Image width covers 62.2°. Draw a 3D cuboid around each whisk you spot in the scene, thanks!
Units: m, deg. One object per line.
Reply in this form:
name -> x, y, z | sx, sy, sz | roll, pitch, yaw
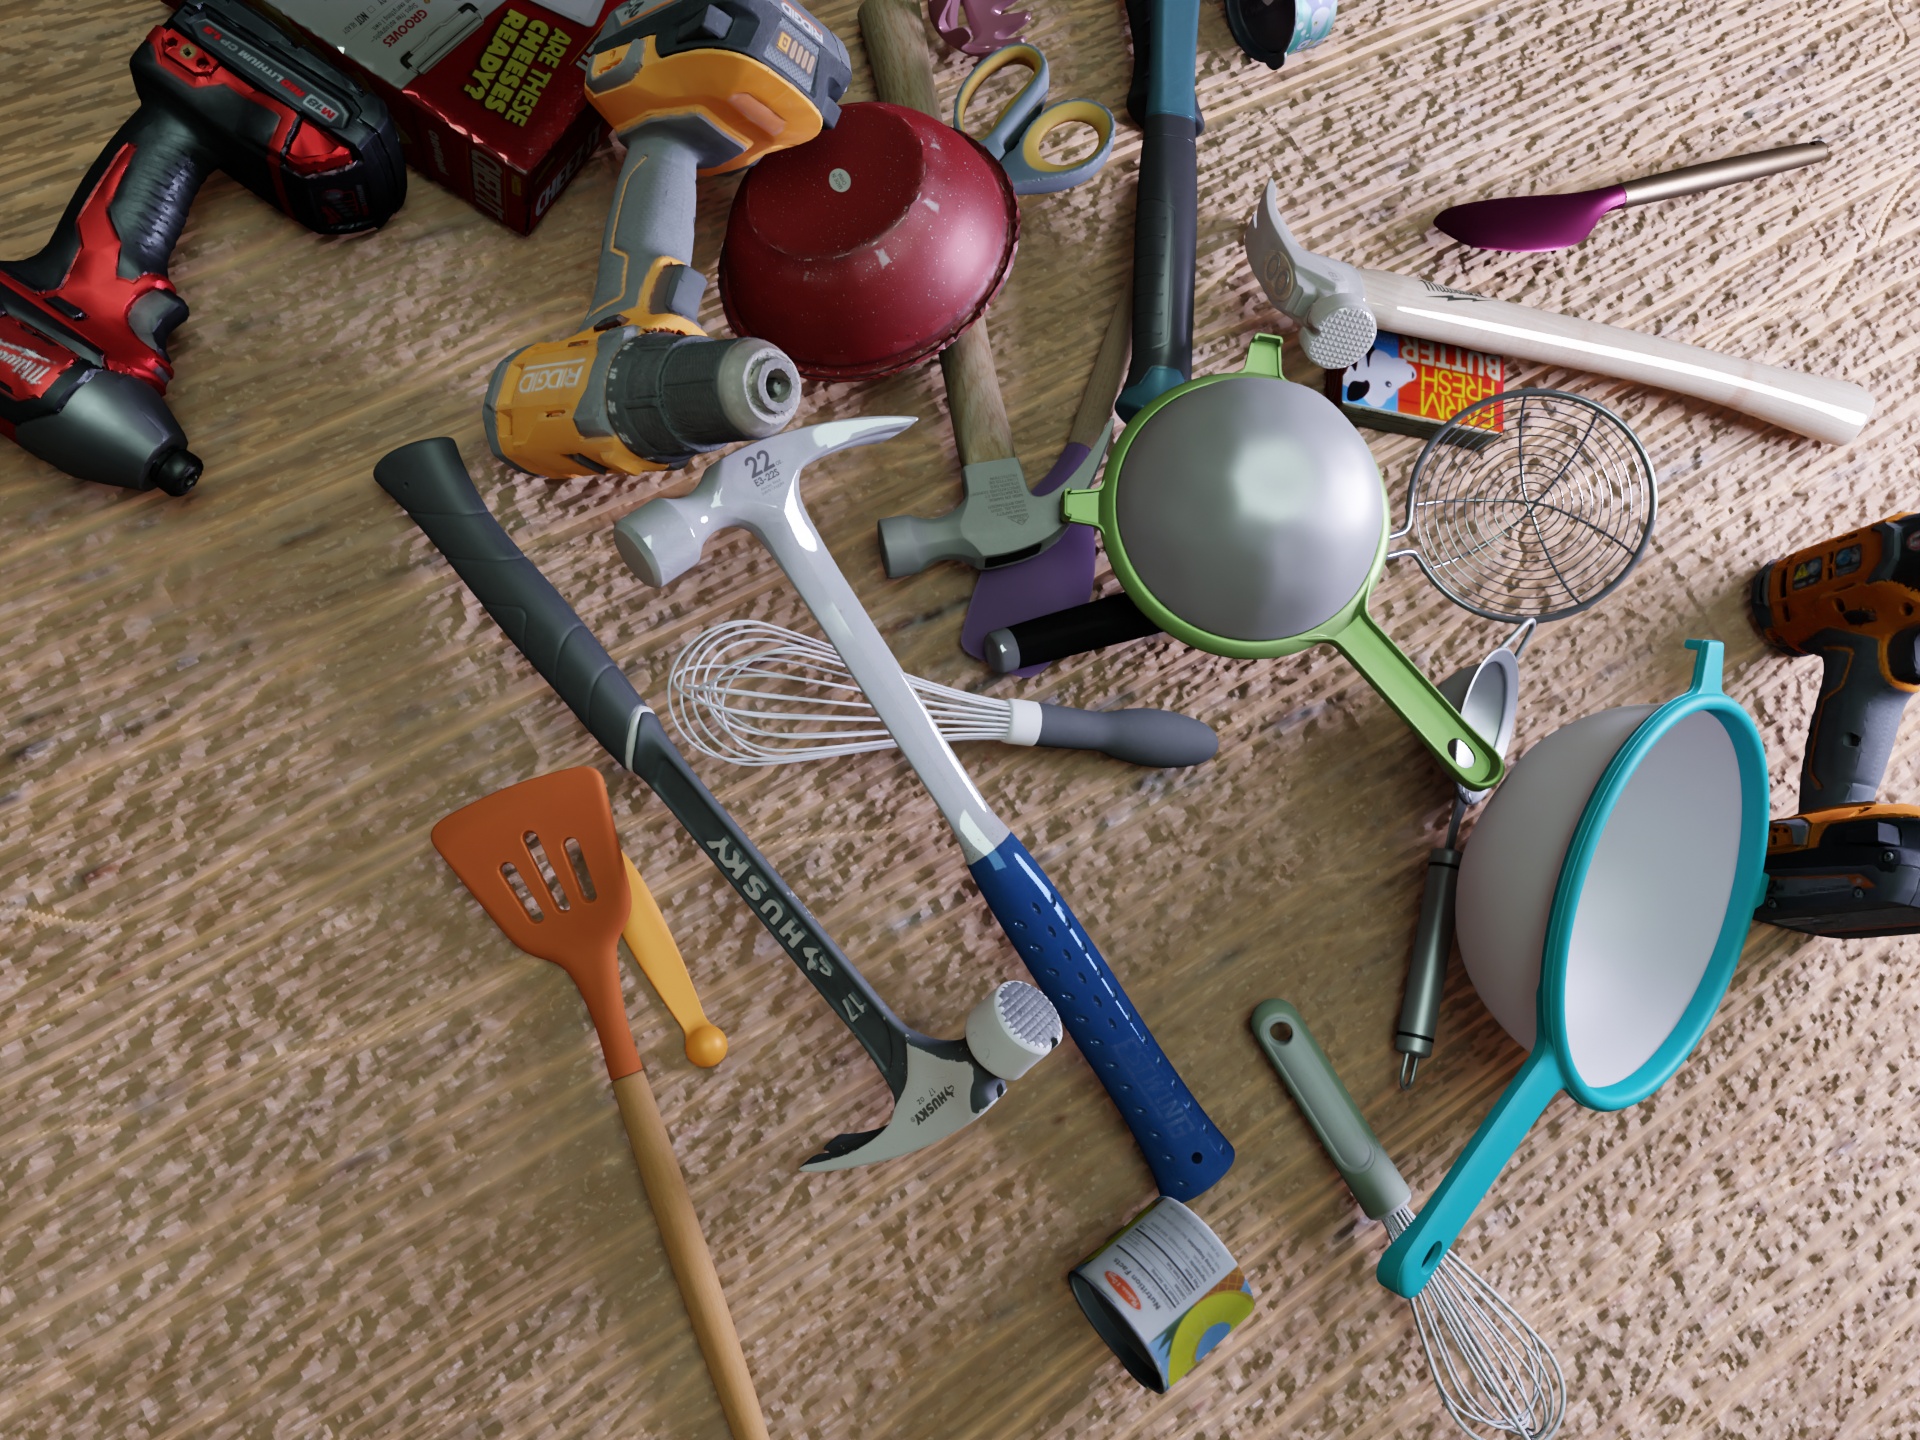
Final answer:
whisk -> 0.214, 0.245, 0.779 | 0.058, 0.059, 0.246 | -33, 81, 8
whisk -> -0.001, -0.004, 0.780 | 0.284, 0.070, 0.070 | 6, 75, -18

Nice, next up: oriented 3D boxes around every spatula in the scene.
spatula -> -0.142, 0.181, 0.702 | 0.081, 0.041, 0.323 | -21, 83, -1
spatula -> 0.075, -0.167, 0.859 | 0.059, 0.018, 0.316 | 23, 73, -10

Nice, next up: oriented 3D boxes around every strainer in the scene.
strainer -> 0.256, 0.066, 0.837 | 0.086, 0.050, 0.258 | 31, 70, -52
strainer -> 0.181, -0.070, 0.771 | 0.151, 0.069, 0.256 | -40, 84, -12
strainer -> 0.274, 0.124, 0.779 | 0.340, 0.095, 0.210 | -47, 128, -21

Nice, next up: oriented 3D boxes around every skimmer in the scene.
skimmer -> 0.190, -0.082, 0.825 | 0.363, 0.090, 0.127 | -16, 93, -19

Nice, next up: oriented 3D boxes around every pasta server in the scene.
pasta server -> 0.016, -0.514, 0.922 | 0.060, 0.040, 0.316 | 17, 70, -33

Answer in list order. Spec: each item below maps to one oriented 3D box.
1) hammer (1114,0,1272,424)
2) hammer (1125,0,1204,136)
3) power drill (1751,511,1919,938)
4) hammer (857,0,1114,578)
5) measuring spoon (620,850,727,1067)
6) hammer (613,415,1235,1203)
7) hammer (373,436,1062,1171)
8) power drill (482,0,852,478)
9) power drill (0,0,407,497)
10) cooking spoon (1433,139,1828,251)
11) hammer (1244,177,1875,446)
hammer -> 0.112, -0.313, 0.867 | 0.128, 0.033, 0.331 | 5, 80, -11
hammer -> 0.104, -0.500, 0.937 | 0.146, 0.035, 0.335 | -4, 80, -25
power drill -> 0.502, -0.004, 0.856 | 0.084, 0.164, 0.227 | 14, 75, -13
hammer -> -0.005, -0.239, 0.843 | 0.130, 0.031, 0.331 | -10, 77, -6
measuring spoon -> -0.140, 0.107, 0.736 | 0.021, 0.011, 0.117 | -27, 84, -19
hammer -> 0.012, 0.046, 0.734 | 0.144, 0.035, 0.405 | -36, 100, -22
hammer -> -0.134, 0.027, 0.718 | 0.409, 0.149, 0.036 | 49, 33, 10
power drill -> -0.120, -0.217, 0.712 | 0.084, 0.185, 0.226 | 24, 77, -45
power drill -> -0.360, -0.211, 0.727 | 0.143, 0.078, 0.220 | 34, 73, -4
cooking spoon -> 0.424, -0.329, 0.984 | 0.319, 0.017, 0.069 | -18, 46, -22
hammer -> 0.359, -0.224, 0.925 | 0.410, 0.038, 0.146 | 7, 43, -19
